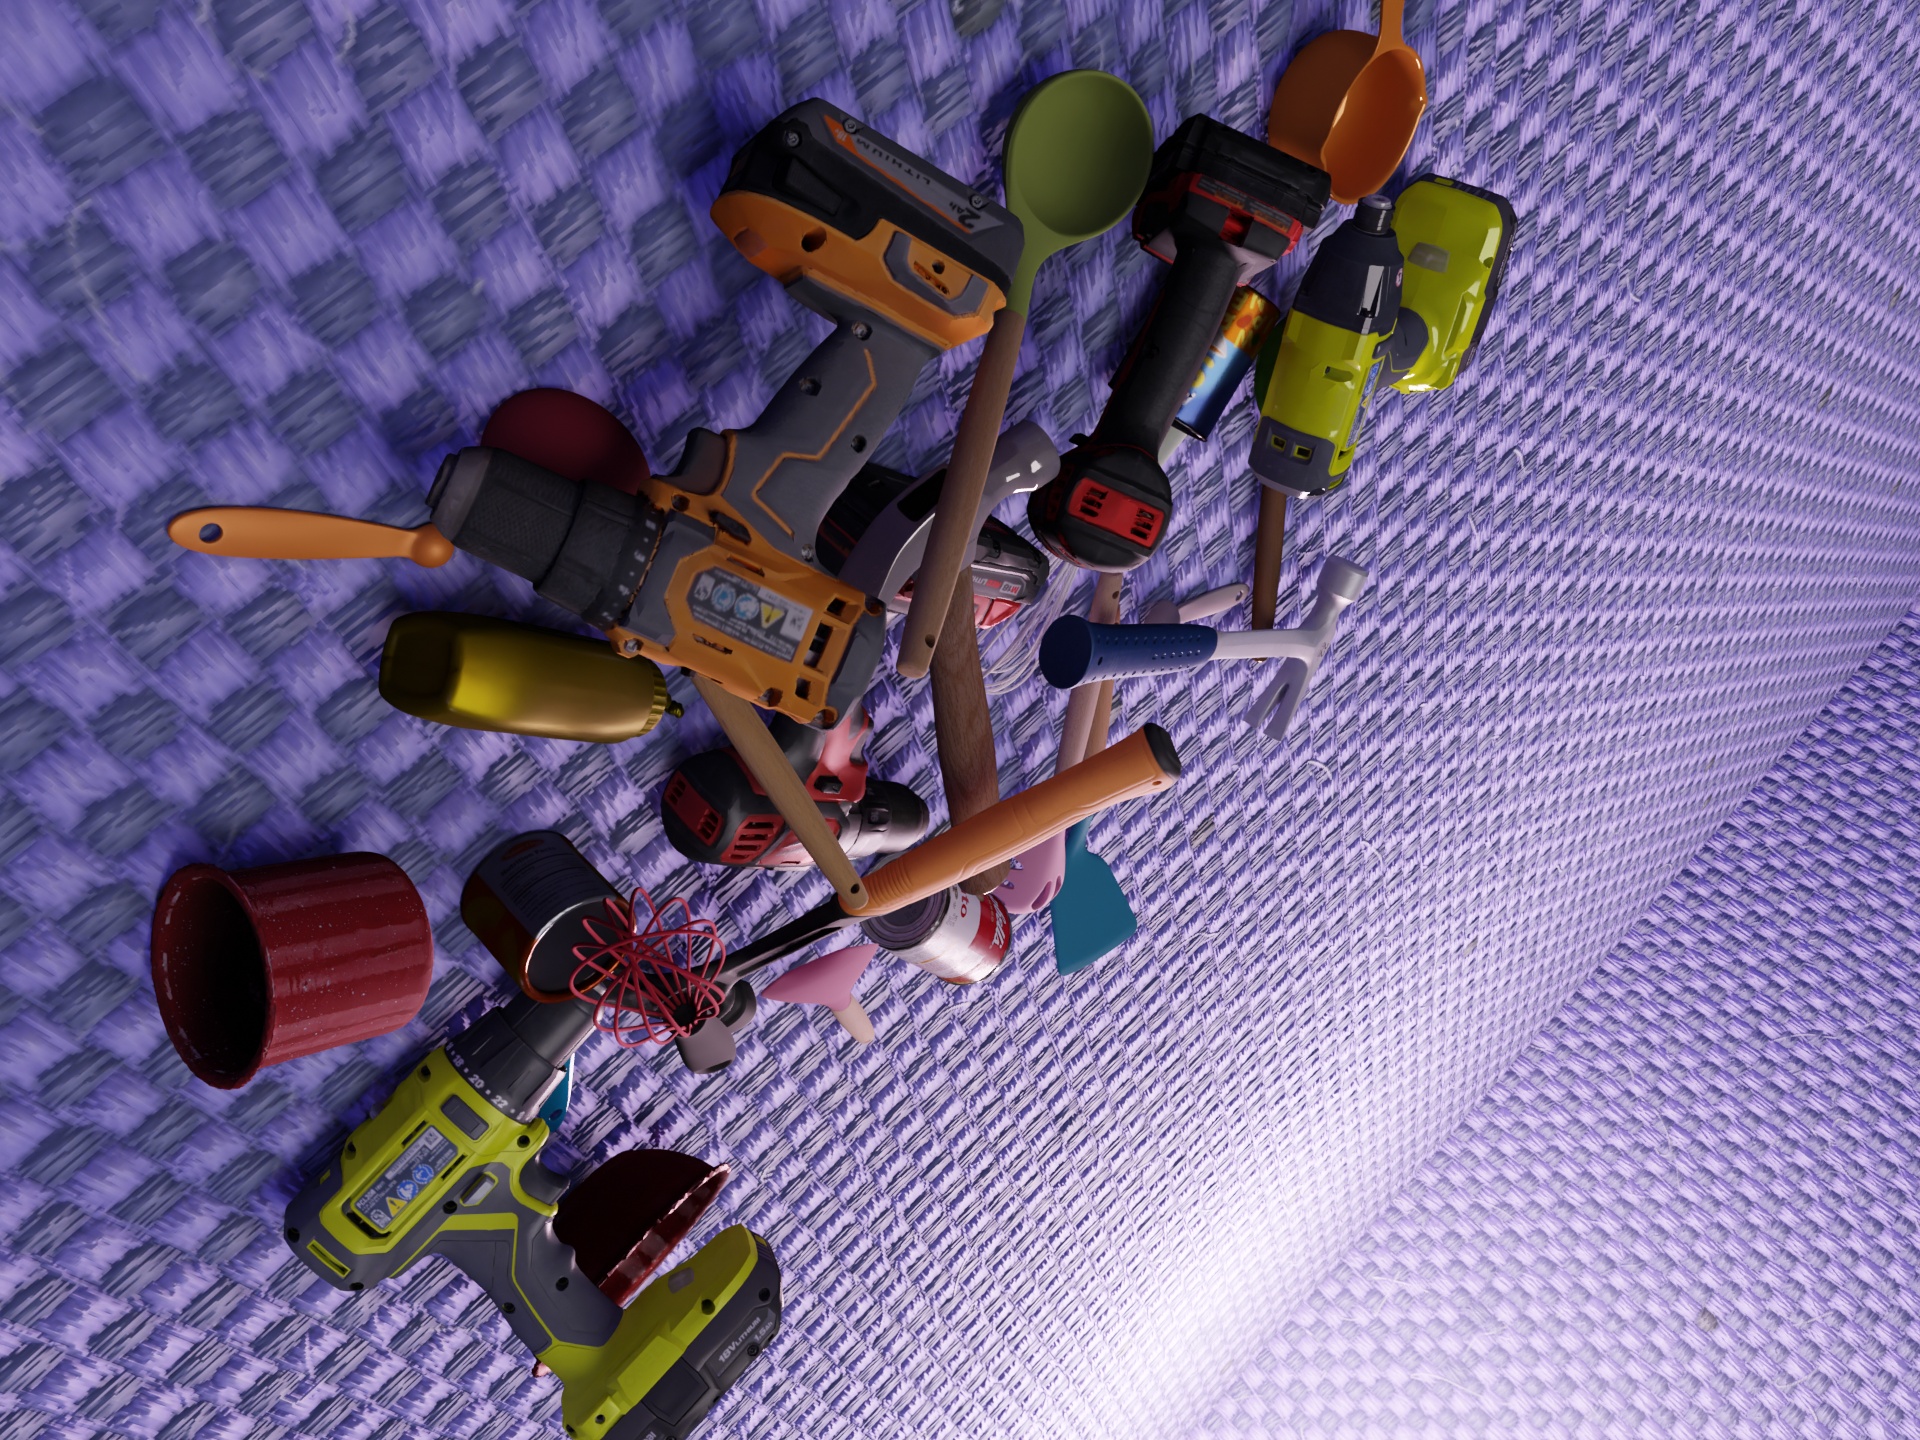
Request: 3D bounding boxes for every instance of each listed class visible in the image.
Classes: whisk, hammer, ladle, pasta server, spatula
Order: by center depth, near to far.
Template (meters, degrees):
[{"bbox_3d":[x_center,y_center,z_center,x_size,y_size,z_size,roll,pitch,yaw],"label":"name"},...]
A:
[{"bbox_3d":[0.025,-0.161,0.706,0.078,0.062,0.320,36,57,-37],"label":"ladle"},{"bbox_3d":[-0.114,-0.016,0.732,0.069,0.031,0.315,-45,129,-21],"label":"ladle"},{"bbox_3d":[-0.145,0.147,0.815,0.073,0.073,0.295,-42,165,-16],"label":"whisk"},{"bbox_3d":[-0.001,-0.003,0.835,0.130,0.031,0.331,-35,148,-19],"label":"hammer"},{"bbox_3d":[-0.036,0.086,0.864,0.337,0.034,0.127,-28,150,17],"label":"hammer"},{"bbox_3d":[0.073,-0.113,0.950,0.057,0.059,0.246,42,80,-18],"label":"whisk"},{"bbox_3d":[0.066,0.024,1.048,0.060,0.040,0.316,-27,143,-34],"label":"pasta server"},{"bbox_3d":[0.165,-0.044,1.055,0.405,0.035,0.144,-6,124,-57],"label":"hammer"},{"bbox_3d":[0.099,0.050,1.132,0.082,0.044,0.317,-26,138,-29],"label":"spatula"}]

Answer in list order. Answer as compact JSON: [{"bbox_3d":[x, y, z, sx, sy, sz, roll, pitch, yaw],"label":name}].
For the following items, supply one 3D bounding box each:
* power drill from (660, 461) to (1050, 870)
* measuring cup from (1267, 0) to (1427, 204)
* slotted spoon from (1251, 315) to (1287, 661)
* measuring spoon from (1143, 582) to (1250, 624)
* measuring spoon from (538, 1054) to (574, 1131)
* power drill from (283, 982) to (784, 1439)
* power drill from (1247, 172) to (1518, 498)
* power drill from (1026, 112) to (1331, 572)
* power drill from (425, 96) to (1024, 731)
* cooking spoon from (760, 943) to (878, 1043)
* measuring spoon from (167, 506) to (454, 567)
[{"bbox_3d":[-0.045,-0.014,0.869,0.187,0.080,0.226,8,117,-53],"label":"power drill"},{"bbox_3d":[0.213,-0.373,0.869,0.095,0.052,0.173,-32,140,-28],"label":"measuring cup"},{"bbox_3d":[0.215,-0.150,1.097,0.070,0.031,0.313,-53,153,-32],"label":"slotted spoon"},{"bbox_3d":[0.172,-0.077,1.125,0.124,0.018,0.034,-21,135,-41],"label":"measuring spoon"},{"bbox_3d":[-0.219,0.188,0.889,0.042,0.021,0.128,-17,132,-42],"label":"measuring spoon"},{"bbox_3d":[-0.202,0.258,0.830,0.190,0.228,0.080,-46,-170,-10],"label":"power drill"},{"bbox_3d":[0.258,-0.249,0.966,0.223,0.080,0.171,-39,148,-46],"label":"power drill"},{"bbox_3d":[0.098,-0.181,0.816,0.143,0.078,0.219,-127,-120,-81],"label":"power drill"},{"bbox_3d":[-0.090,-0.129,0.640,0.185,0.084,0.226,24,85,-23],"label":"power drill"},{"bbox_3d":[-0.071,0.172,0.963,0.069,0.017,0.318,-23,164,-6],"label":"cooking spoon"},{"bbox_3d":[-0.249,-0.070,0.621,0.117,0.011,0.021,-2,122,-50],"label":"measuring spoon"}]
